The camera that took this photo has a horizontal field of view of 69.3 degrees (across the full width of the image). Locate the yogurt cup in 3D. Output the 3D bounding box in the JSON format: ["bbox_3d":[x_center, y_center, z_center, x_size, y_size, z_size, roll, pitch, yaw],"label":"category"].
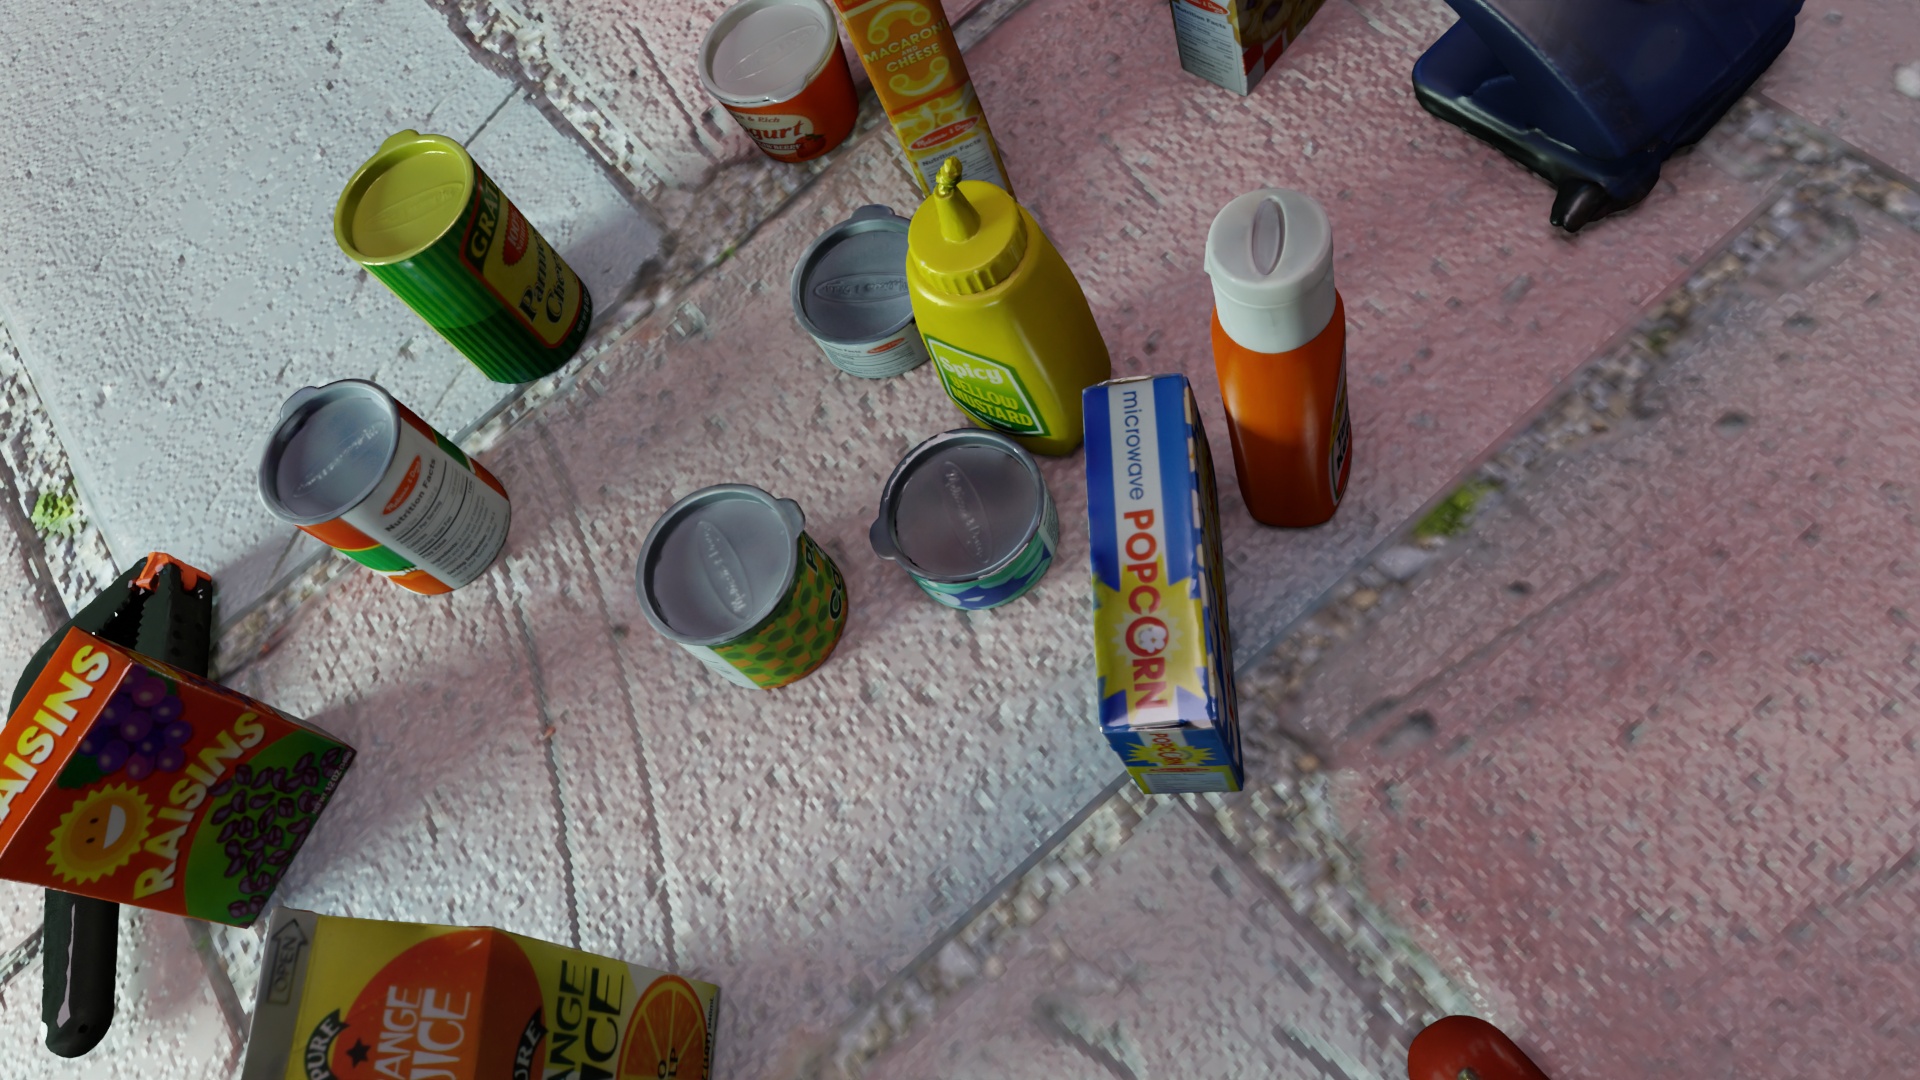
[{"bbox_3d":[-0.082,-0.216,0.653,0.072,0.053,0.072,-6,65,14],"label":"yogurt cup"}]

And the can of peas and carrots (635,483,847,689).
[{"bbox_3d":[-0.082,0.018,0.544,0.071,0.058,0.071,-6,65,14],"label":"can of peas and carrots"}]

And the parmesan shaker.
[{"bbox_3d":[-0.220,-0.126,0.626,0.071,0.102,0.071,-6,65,14],"label":"parmesan shaker"}]

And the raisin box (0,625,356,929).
[{"bbox_3d":[-0.309,0.096,0.540,0.040,0.123,0.086,21,74,24],"label":"raisin box"}]

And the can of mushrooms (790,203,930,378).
[{"bbox_3d":[-0.036,-0.108,0.602,0.071,0.033,0.071,-6,65,14],"label":"can of mushrooms"}]

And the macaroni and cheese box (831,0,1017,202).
[{"bbox_3d":[-0.031,-0.226,0.579,0.040,0.166,0.124,-24,62,6],"label":"macaroni and cheese box"}]

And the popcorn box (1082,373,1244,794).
[{"bbox_3d":[0.071,0.017,0.483,0.038,0.085,0.127,-7,65,14],"label":"popcorn box"}]

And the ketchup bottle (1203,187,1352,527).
[{"bbox_3d":[0.109,-0.060,0.471,0.043,0.148,0.065,1,67,17],"label":"ketchup bottle"}]

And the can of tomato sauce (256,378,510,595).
[{"bbox_3d":[-0.246,-0.022,0.598,0.071,0.083,0.071,-6,65,14],"label":"can of tomato sauce"}]

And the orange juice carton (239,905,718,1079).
[{"bbox_3d":[-0.149,0.162,0.423,0.073,0.192,0.072,-5,66,15],"label":"orange juice carton"}]

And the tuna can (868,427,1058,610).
[{"bbox_3d":[0.002,-0.007,0.545,0.071,0.032,0.071,-6,65,14],"label":"tuna can"}]

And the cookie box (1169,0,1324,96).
[{"bbox_3d":[0.127,-0.284,0.557,0.040,0.167,0.123,34,80,27],"label":"cookie box"}]

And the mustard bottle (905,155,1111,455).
[{"bbox_3d":[0.012,-0.086,0.505,0.065,0.159,0.049,23,75,24],"label":"mustard bottle"}]
